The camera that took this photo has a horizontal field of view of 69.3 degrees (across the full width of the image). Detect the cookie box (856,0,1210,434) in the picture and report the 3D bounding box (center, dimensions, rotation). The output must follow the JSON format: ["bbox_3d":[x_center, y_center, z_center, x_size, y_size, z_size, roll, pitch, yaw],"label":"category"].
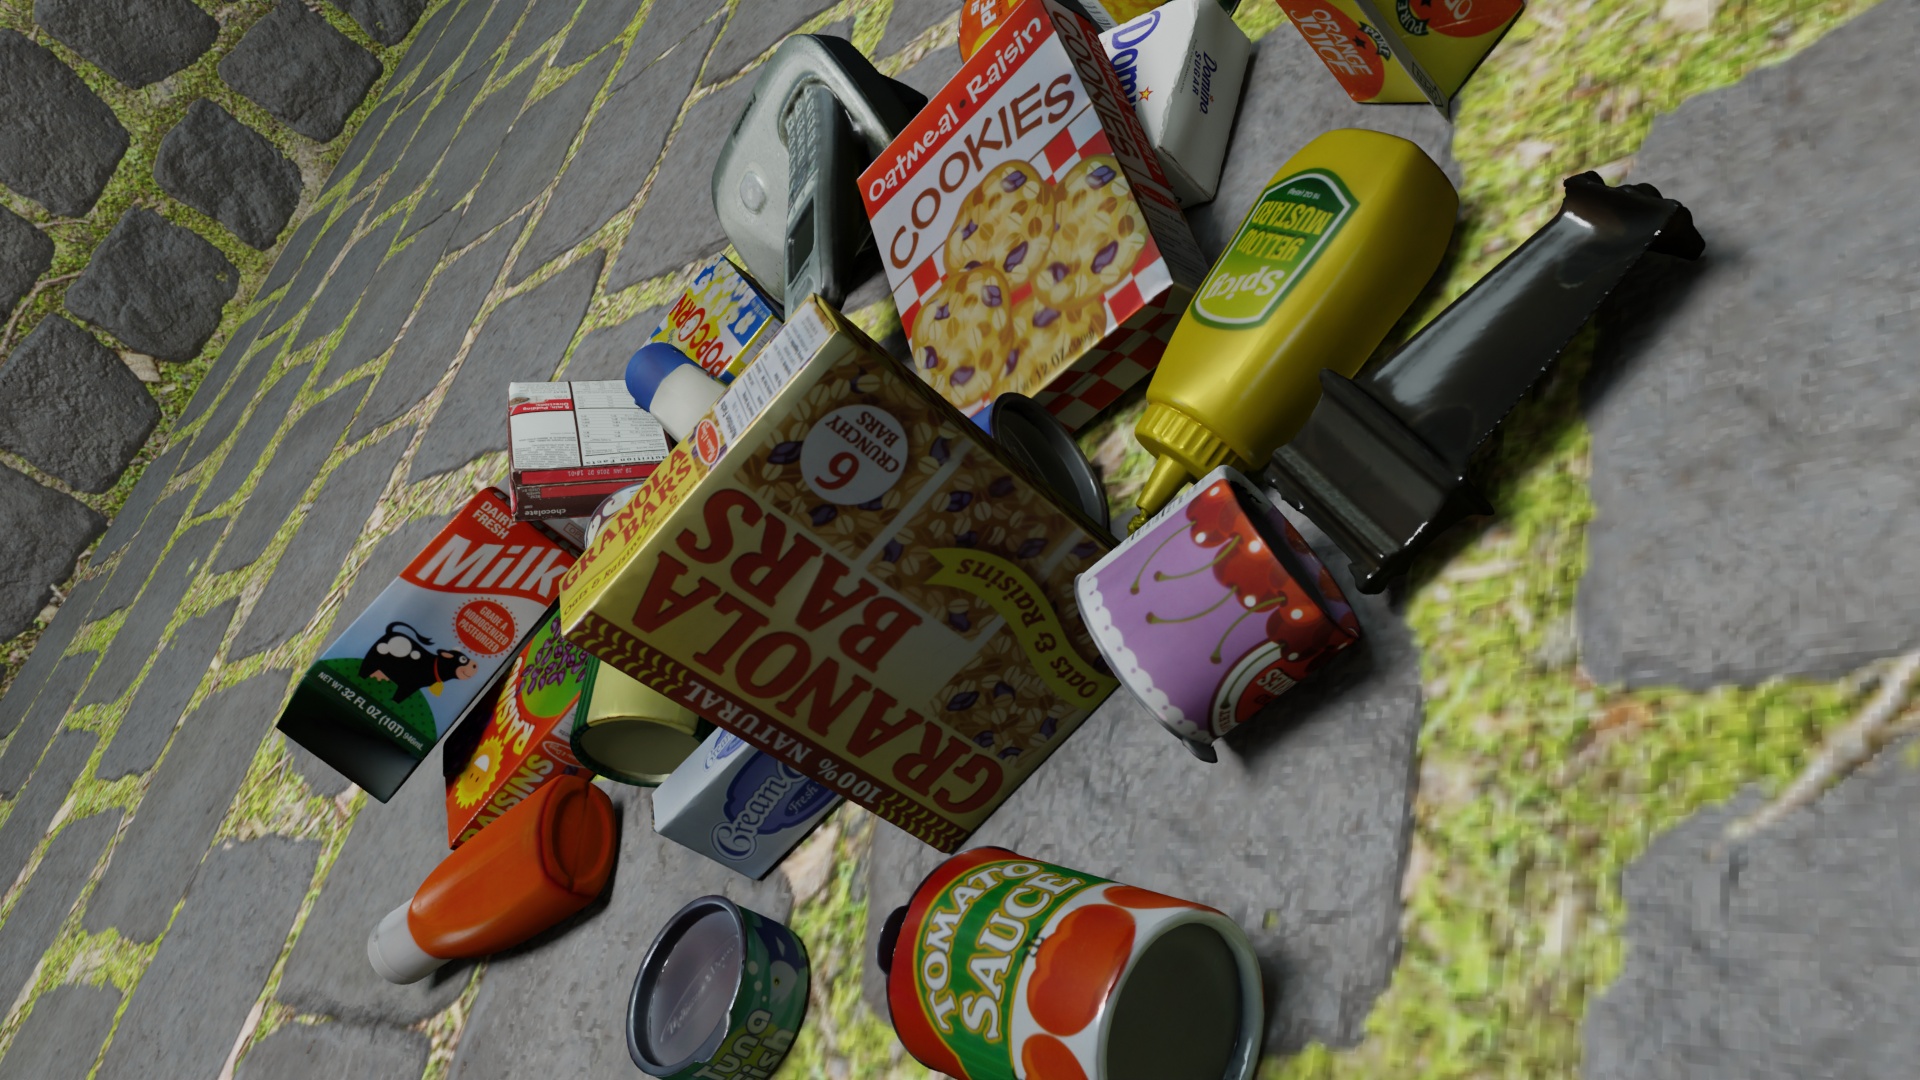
[{"bbox_3d":[0.026,-0.126,0.579,0.122,0.040,0.168,-38,55,32],"label":"cookie box"}]

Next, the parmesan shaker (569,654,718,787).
[{"bbox_3d":[-0.140,0.054,0.640,0.071,0.071,0.103,-28,42,33],"label":"parmesan shaker"}]

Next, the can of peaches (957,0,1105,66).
[{"bbox_3d":[0.040,-0.259,0.703,0.058,0.071,0.071,5,64,50],"label":"can of peaches"}]

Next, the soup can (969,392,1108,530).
[{"bbox_3d":[0.002,-0.007,0.526,0.083,0.071,0.072,-33,39,28],"label":"soup can"}]

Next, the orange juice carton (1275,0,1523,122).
[{"bbox_3d":[0.165,-0.247,0.545,0.073,0.071,0.194,-24,44,36],"label":"orange juice carton"}]

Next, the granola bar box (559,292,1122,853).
[{"bbox_3d":[-0.025,0.018,0.453,0.124,0.165,0.039,-47,32,9],"label":"granola bar box"}]

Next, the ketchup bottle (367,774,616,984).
[{"bbox_3d":[-0.228,0.169,0.664,0.148,0.043,0.065,-33,38,27],"label":"ketchup bottle"}]

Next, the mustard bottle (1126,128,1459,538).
[{"bbox_3d":[0.104,-0.066,0.478,0.160,0.048,0.065,-55,33,-3],"label":"mustard bottle"}]

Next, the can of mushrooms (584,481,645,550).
[{"bbox_3d":[-0.155,0.008,0.703,0.071,0.071,0.033,-47,35,10],"label":"can of mushrooms"}]

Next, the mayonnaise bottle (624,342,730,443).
[{"bbox_3d":[-0.121,-0.058,0.697,0.041,0.064,0.148,-53,48,-1],"label":"mayonnaise bottle"}]

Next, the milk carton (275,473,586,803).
[{"bbox_3d":[-0.277,0.042,0.767,0.073,0.072,0.191,-40,16,45],"label":"milk carton"}]

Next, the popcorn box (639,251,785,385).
[{"bbox_3d":[-0.139,-0.109,0.810,0.085,0.038,0.127,-50,34,7],"label":"popcorn box"}]

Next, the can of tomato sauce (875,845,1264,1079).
[{"bbox_3d":[0.029,0.123,0.380,0.083,0.071,0.071,1,61,49],"label":"can of tomato sauce"}]

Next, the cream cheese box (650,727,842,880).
[{"bbox_3d":[-0.068,0.085,0.543,0.103,0.053,0.024,-45,33,13],"label":"cream cheese box"}]

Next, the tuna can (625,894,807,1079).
[{"bbox_3d":[-0.089,0.169,0.511,0.071,0.033,0.071,-30,41,30],"label":"tuna can"}]

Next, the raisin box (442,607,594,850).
[{"bbox_3d":[-0.215,0.095,0.719,0.123,0.040,0.086,-48,35,9],"label":"raisin box"}]

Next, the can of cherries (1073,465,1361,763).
[{"bbox_3d":[0.079,0.022,0.418,0.058,0.071,0.072,-39,37,18],"label":"can of cherries"}]

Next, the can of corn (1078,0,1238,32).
[{"bbox_3d":[0.093,-0.271,0.662,0.071,0.058,0.071,-30,41,30],"label":"can of corn"}]
